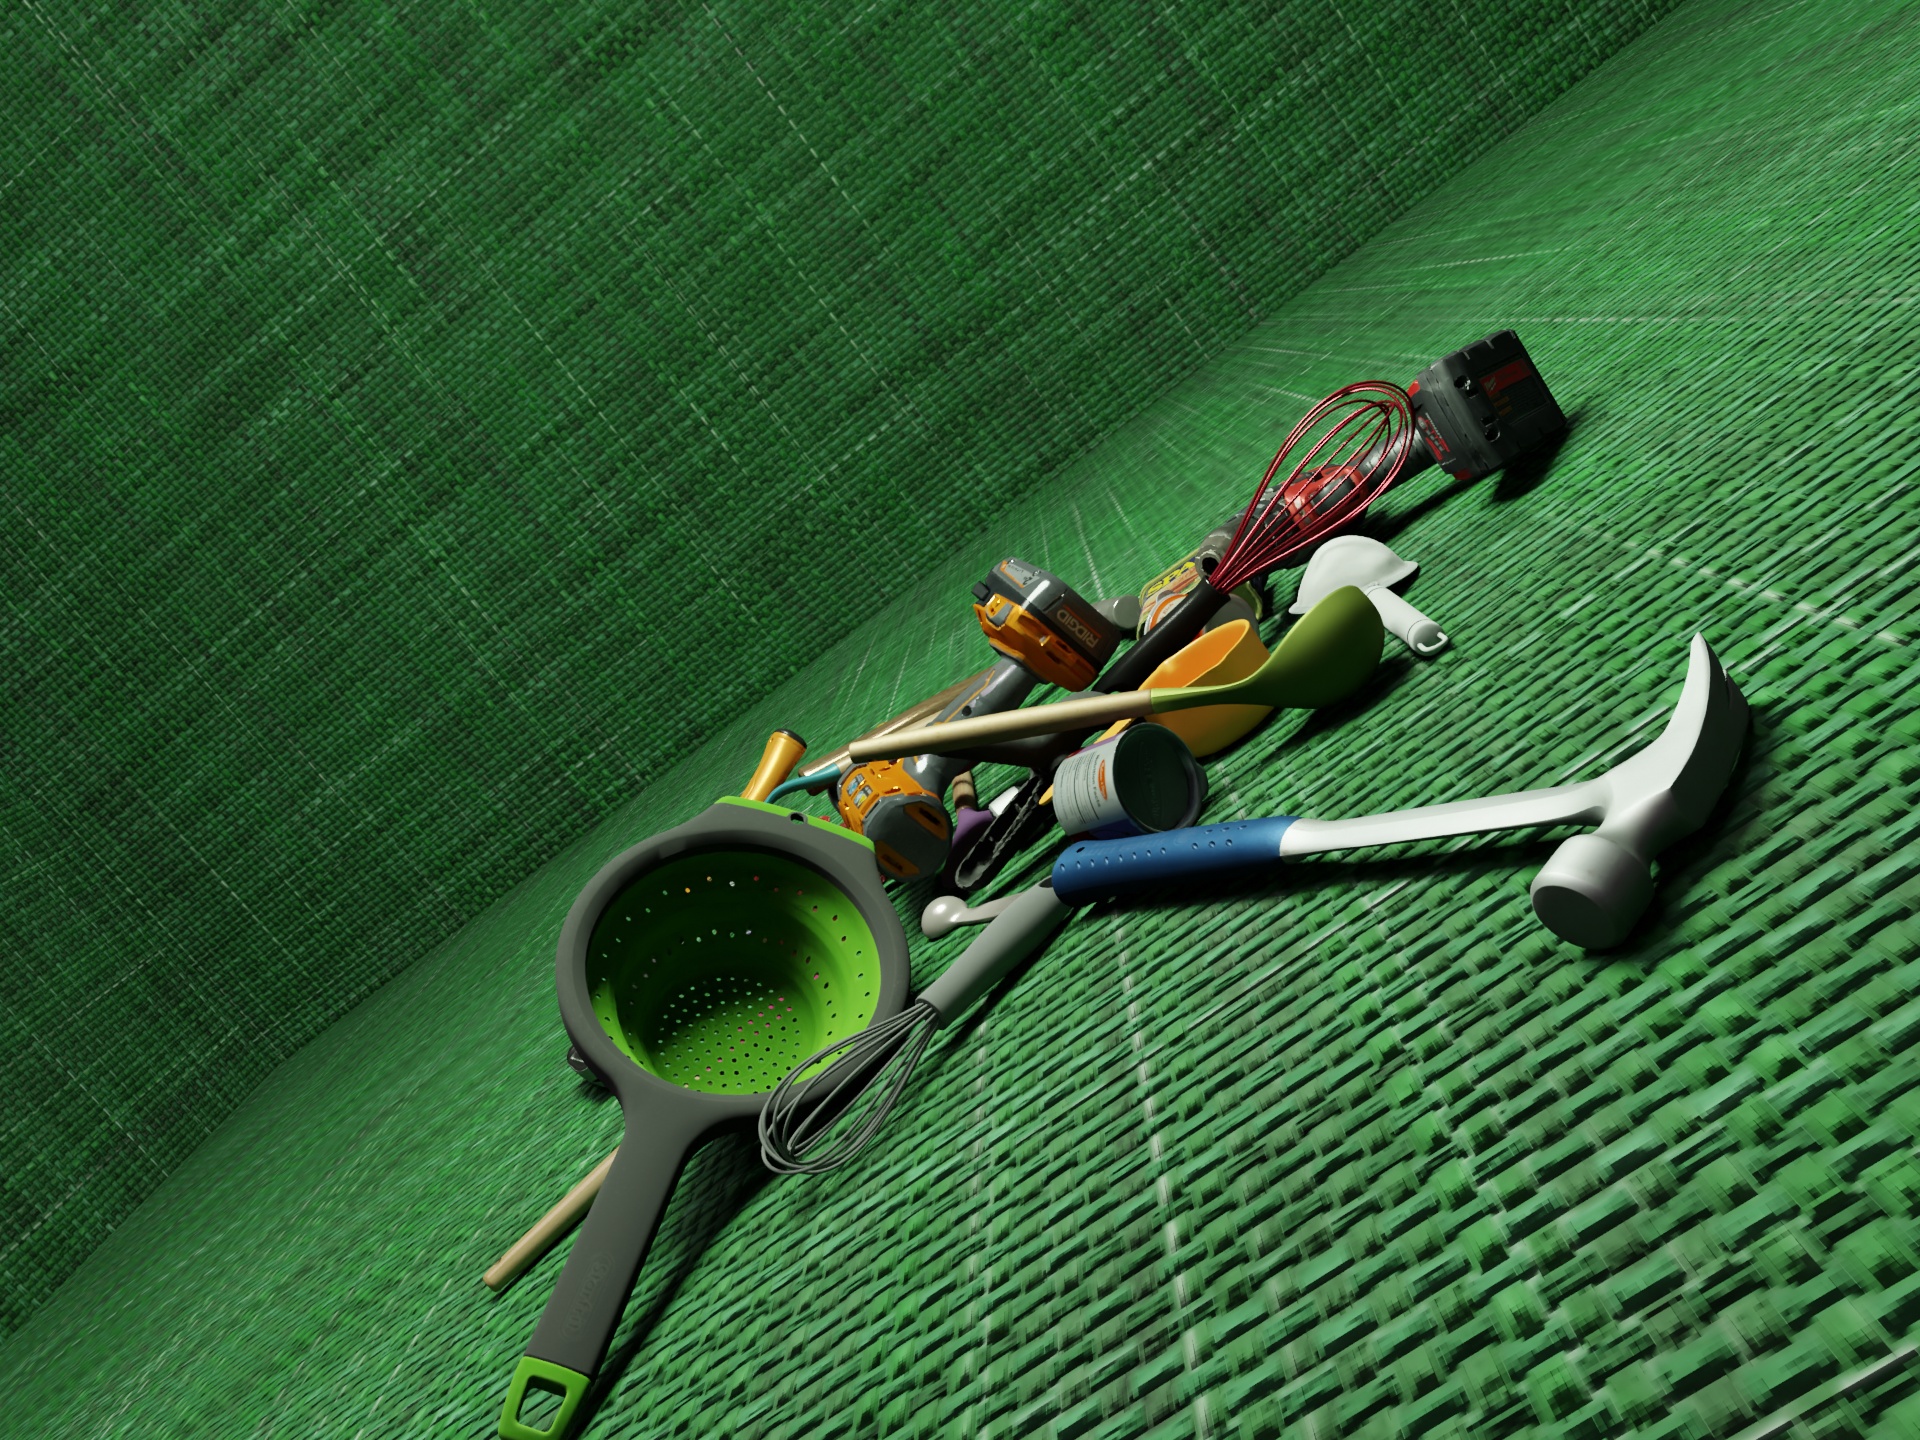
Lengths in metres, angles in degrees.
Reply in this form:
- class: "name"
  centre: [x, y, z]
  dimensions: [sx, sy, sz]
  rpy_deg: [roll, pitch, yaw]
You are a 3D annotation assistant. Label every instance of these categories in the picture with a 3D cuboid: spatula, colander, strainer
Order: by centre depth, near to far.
- class: "colander"
  centre: [-0.157, 0.223, 0.897]
  dimensions: [0.094, 0.204, 0.397]
  rpy_deg: [103, -175, -47]
- class: "strainer"
  centre: [0.253, -0.076, 0.970]
  dimensions: [0.087, 0.050, 0.258]
  rpy_deg: [-22, 15, 5]
- class: "spatula"
  centre: [0.003, 0.070, 1.240]
  dimensions: [0.060, 0.018, 0.316]
  rpy_deg: [-50, 9, 8]
- class: "spatula"
  centre: [-0.073, 0.041, 1.312]
  dimensions: [0.317, 0.044, 0.082]
  rpy_deg: [-26, -4, -15]

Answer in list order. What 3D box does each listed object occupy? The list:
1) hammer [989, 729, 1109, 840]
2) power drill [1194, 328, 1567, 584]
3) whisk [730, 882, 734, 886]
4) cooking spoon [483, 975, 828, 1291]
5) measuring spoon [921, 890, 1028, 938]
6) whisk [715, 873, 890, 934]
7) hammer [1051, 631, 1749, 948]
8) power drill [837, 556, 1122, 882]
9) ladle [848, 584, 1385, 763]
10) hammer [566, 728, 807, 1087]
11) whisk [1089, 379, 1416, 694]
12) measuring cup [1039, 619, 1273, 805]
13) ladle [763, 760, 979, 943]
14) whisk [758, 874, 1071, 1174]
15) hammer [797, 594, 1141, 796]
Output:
- class: "hammer"
  centre: [0.058, 0.011, 1.269]
  dimensions: [0.149, 0.036, 0.409]
  rpy_deg: [-38, 10, -4]
- class: "power drill"
  centre: [0.278, -0.167, 1.095]
  dimensions: [0.188, 0.080, 0.226]
  rpy_deg: [-29, -2, -43]
- class: "whisk"
  centre: [-0.161, 0.130, 1.362]
  dimensions: [0.070, 0.070, 0.284]
  rpy_deg: [-43, 6, -25]
- class: "cooking spoon"
  centre: [-0.188, 0.259, 1.064]
  dimensions: [0.319, 0.017, 0.069]
  rpy_deg: [-41, 12, -22]
- class: "measuring spoon"
  centre: [0.012, 0.116, 1.006]
  dimensions: [0.034, 0.018, 0.124]
  rpy_deg: [-45, 13, -35]
- class: "whisk"
  centre: [-0.113, 0.144, 1.253]
  dimensions: [0.245, 0.047, 0.051]
  rpy_deg: [-29, 23, 25]
- class: "hammer"
  centre: [0.164, 0.050, 0.719]
  dimensions: [0.144, 0.035, 0.405]
  rpy_deg: [-43, 11, -26]
- class: "power drill"
  centre: [-0.002, -0.004, 1.120]
  dimensions: [0.226, 0.084, 0.164]
  rpy_deg: [-51, 20, 0]
- class: "ladle"
  centre: [0.085, -0.018, 0.927]
  dimensions: [0.320, 0.062, 0.078]
  rpy_deg: [-10, -22, 15]
- class: "hammer"
  centre: [-0.223, 0.152, 1.340]
  dimensions: [0.337, 0.034, 0.127]
  rpy_deg: [-60, 17, -16]
- class: "whisk"
  centre: [0.180, -0.099, 1.027]
  dimensions: [0.295, 0.073, 0.073]
  rpy_deg: [-48, 6, 19]
- class: "measuring cup"
  centre: [0.126, 0.011, 0.985]
  dimensions: [0.173, 0.052, 0.095]
  rpy_deg: [-42, 10, -9]
- class: "ladle"
  centre: [-0.065, 0.088, 1.258]
  dimensions: [0.315, 0.031, 0.069]
  rpy_deg: [-44, 13, 25]
- class: "whisk"
  centre: [-0.016, 0.157, 0.855]
  dimensions: [0.239, 0.055, 0.055]
  rpy_deg: [-39, 9, -31]
- class: "hammer"
  centre: [0.004, -0.024, 1.414]
  dimensions: [0.331, 0.031, 0.130]
  rpy_deg: [-29, 7, -12]
